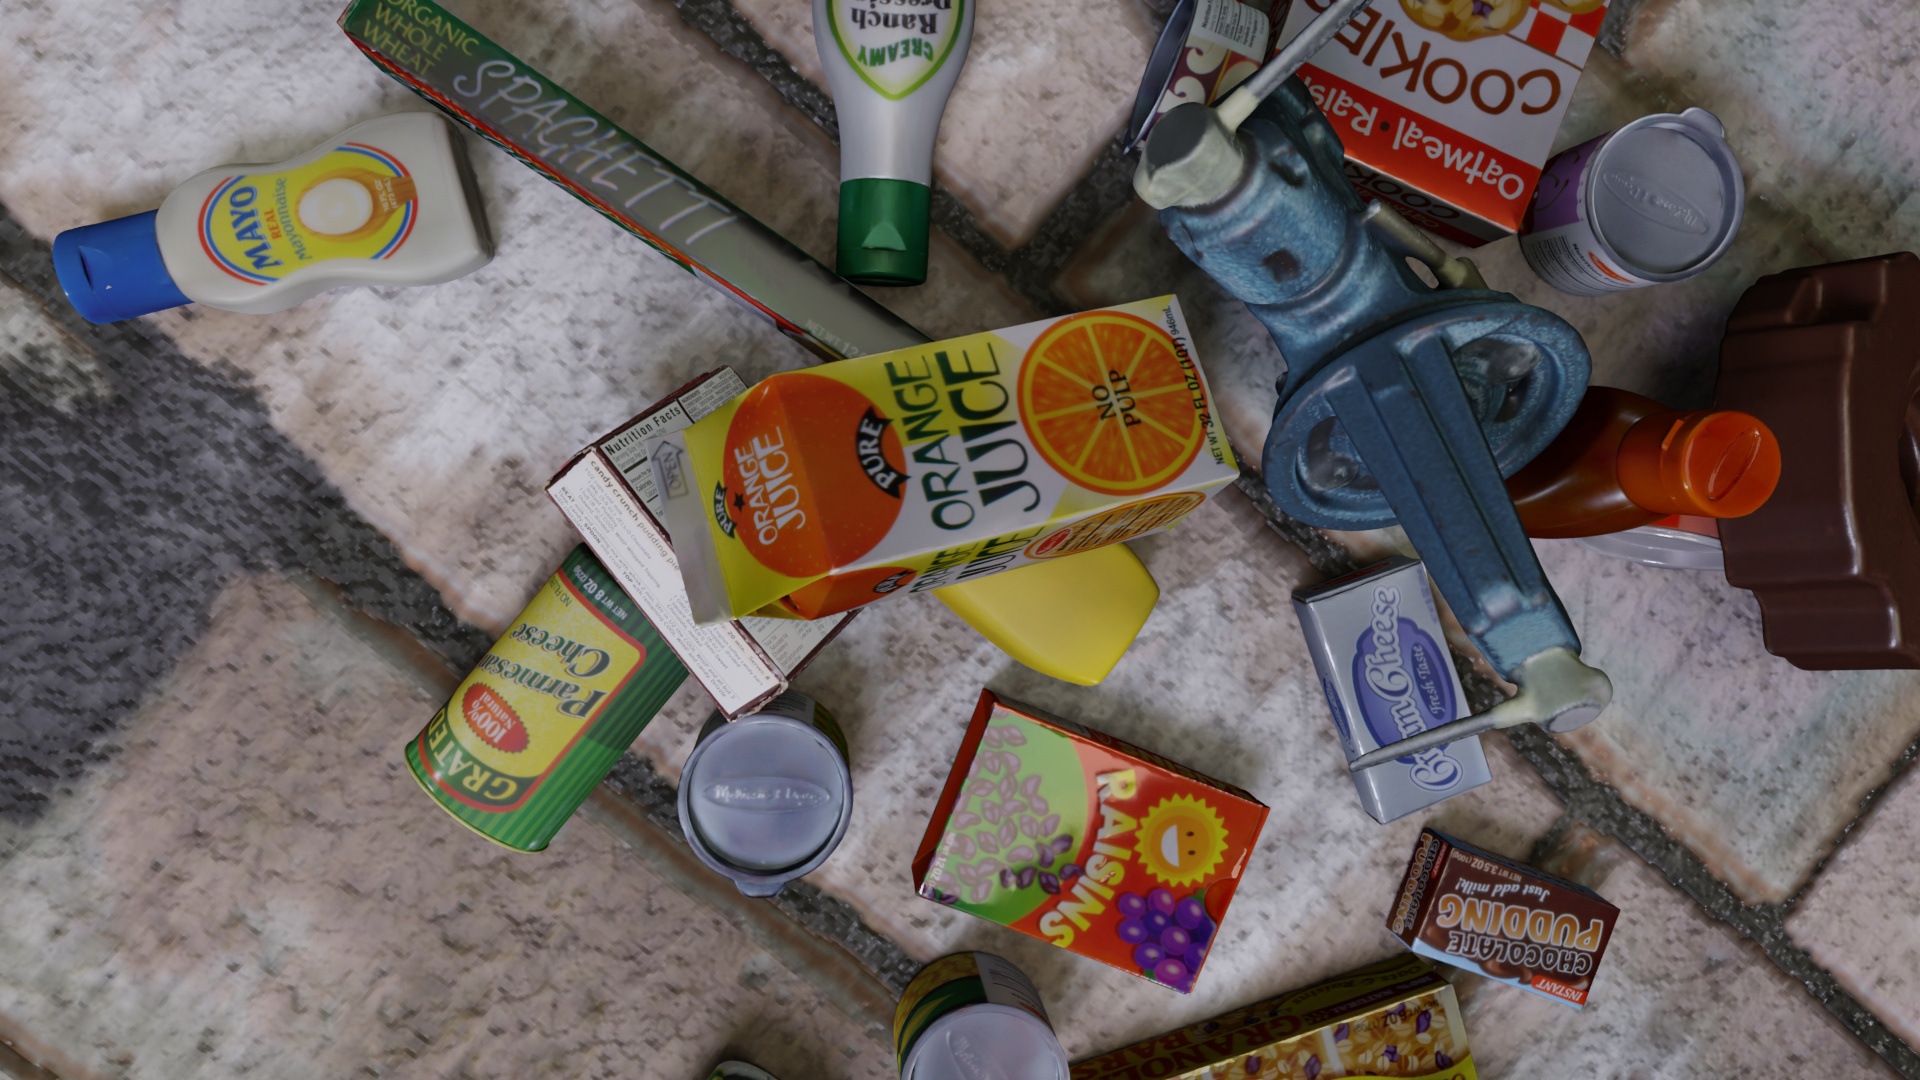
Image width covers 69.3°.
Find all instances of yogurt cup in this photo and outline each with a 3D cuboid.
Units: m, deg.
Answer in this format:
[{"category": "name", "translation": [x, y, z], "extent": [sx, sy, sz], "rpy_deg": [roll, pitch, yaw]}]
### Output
[{"category": "yogurt cup", "translation": [0.297, -0.021, 0.581], "extent": [0.072, 0.072, 0.054], "rpy_deg": [14, 84, -6]}]

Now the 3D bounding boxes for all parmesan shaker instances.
[{"category": "parmesan shaker", "translation": [-0.156, 0.058, 0.537], "extent": [0.071, 0.071, 0.103], "rpy_deg": [39, 89, -7]}]

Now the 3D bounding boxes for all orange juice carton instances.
[{"category": "orange juice carton", "translation": [-0.008, -0.024, 0.492], "extent": [0.193, 0.072, 0.072], "rpy_deg": [-14, 77, -16]}]

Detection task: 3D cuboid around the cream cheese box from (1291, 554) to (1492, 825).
[{"category": "cream cheese box", "translation": [0.184, 0.063, 0.592], "extent": [0.053, 0.024, 0.103], "rpy_deg": [-20, 95, -4]}]

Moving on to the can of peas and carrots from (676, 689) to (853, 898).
[{"category": "can of peas and carrots", "translation": [-0.076, 0.098, 0.550], "extent": [0.071, 0.059, 0.071], "rpy_deg": [0, 94, -6]}]

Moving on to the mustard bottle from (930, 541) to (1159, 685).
[{"category": "mustard bottle", "translation": [0.002, -0.007, 0.558], "extent": [0.160, 0.049, 0.065], "rpy_deg": [36, 85, -5]}]

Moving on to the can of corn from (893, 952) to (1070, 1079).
[{"category": "can of corn", "translation": [0.005, 0.211, 0.565], "extent": [0.071, 0.058, 0.071], "rpy_deg": [0, 94, -6]}]

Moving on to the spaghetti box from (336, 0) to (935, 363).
[{"category": "spaghetti box", "translation": [-0.119, -0.131, 0.538], "extent": [0.250, 0.050, 0.028], "rpy_deg": [33, 88, -7]}]

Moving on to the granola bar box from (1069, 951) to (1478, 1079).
[{"category": "granola bar box", "translation": [0.140, 0.263, 0.591], "extent": [0.166, 0.039, 0.124], "rpy_deg": [-17, 95, -5]}]

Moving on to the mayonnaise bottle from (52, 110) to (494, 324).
[{"category": "mayonnaise bottle", "translation": [-0.259, -0.117, 0.528], "extent": [0.148, 0.041, 0.064], "rpy_deg": [-15, 97, -5]}]

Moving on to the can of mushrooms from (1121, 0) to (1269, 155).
[{"category": "can of mushrooms", "translation": [0.092, -0.180, 0.550], "extent": [0.033, 0.071, 0.071], "rpy_deg": [19, 91, -8]}]

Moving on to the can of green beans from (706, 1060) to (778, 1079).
[{"category": "can of green beans", "translation": [-0.090, 0.253, 0.554], "extent": [0.071, 0.071, 0.058], "rpy_deg": [40, 89, -7]}]

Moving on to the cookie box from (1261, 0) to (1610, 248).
[{"category": "cookie box", "translation": [0.197, -0.222, 0.571], "extent": [0.123, 0.040, 0.167], "rpy_deg": [22, 90, -7]}]

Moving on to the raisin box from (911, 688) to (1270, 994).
[{"category": "raisin box", "translation": [0.053, 0.123, 0.575], "extent": [0.123, 0.040, 0.086], "rpy_deg": [22, 90, -7]}]

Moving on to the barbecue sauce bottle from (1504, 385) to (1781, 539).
[{"category": "barbecue sauce bottle", "translation": [0.247, -0.030, 0.531], "extent": [0.043, 0.148, 0.065], "rpy_deg": [34, 90, -6]}]

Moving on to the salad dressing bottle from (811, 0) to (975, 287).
[{"category": "salad dressing bottle", "translation": [-0.028, -0.176, 0.548], "extent": [0.064, 0.044, 0.147], "rpy_deg": [2, 93, -6]}]

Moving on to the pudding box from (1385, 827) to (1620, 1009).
[{"category": "pudding box", "translation": [0.233, 0.163, 0.600], "extent": [0.084, 0.030, 0.049], "rpy_deg": [21, 92, -6]}]

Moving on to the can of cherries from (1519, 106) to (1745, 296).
[{"category": "can of cherries", "translation": [0.276, -0.138, 0.574], "extent": [0.071, 0.058, 0.071], "rpy_deg": [0, 93, -5]}]
